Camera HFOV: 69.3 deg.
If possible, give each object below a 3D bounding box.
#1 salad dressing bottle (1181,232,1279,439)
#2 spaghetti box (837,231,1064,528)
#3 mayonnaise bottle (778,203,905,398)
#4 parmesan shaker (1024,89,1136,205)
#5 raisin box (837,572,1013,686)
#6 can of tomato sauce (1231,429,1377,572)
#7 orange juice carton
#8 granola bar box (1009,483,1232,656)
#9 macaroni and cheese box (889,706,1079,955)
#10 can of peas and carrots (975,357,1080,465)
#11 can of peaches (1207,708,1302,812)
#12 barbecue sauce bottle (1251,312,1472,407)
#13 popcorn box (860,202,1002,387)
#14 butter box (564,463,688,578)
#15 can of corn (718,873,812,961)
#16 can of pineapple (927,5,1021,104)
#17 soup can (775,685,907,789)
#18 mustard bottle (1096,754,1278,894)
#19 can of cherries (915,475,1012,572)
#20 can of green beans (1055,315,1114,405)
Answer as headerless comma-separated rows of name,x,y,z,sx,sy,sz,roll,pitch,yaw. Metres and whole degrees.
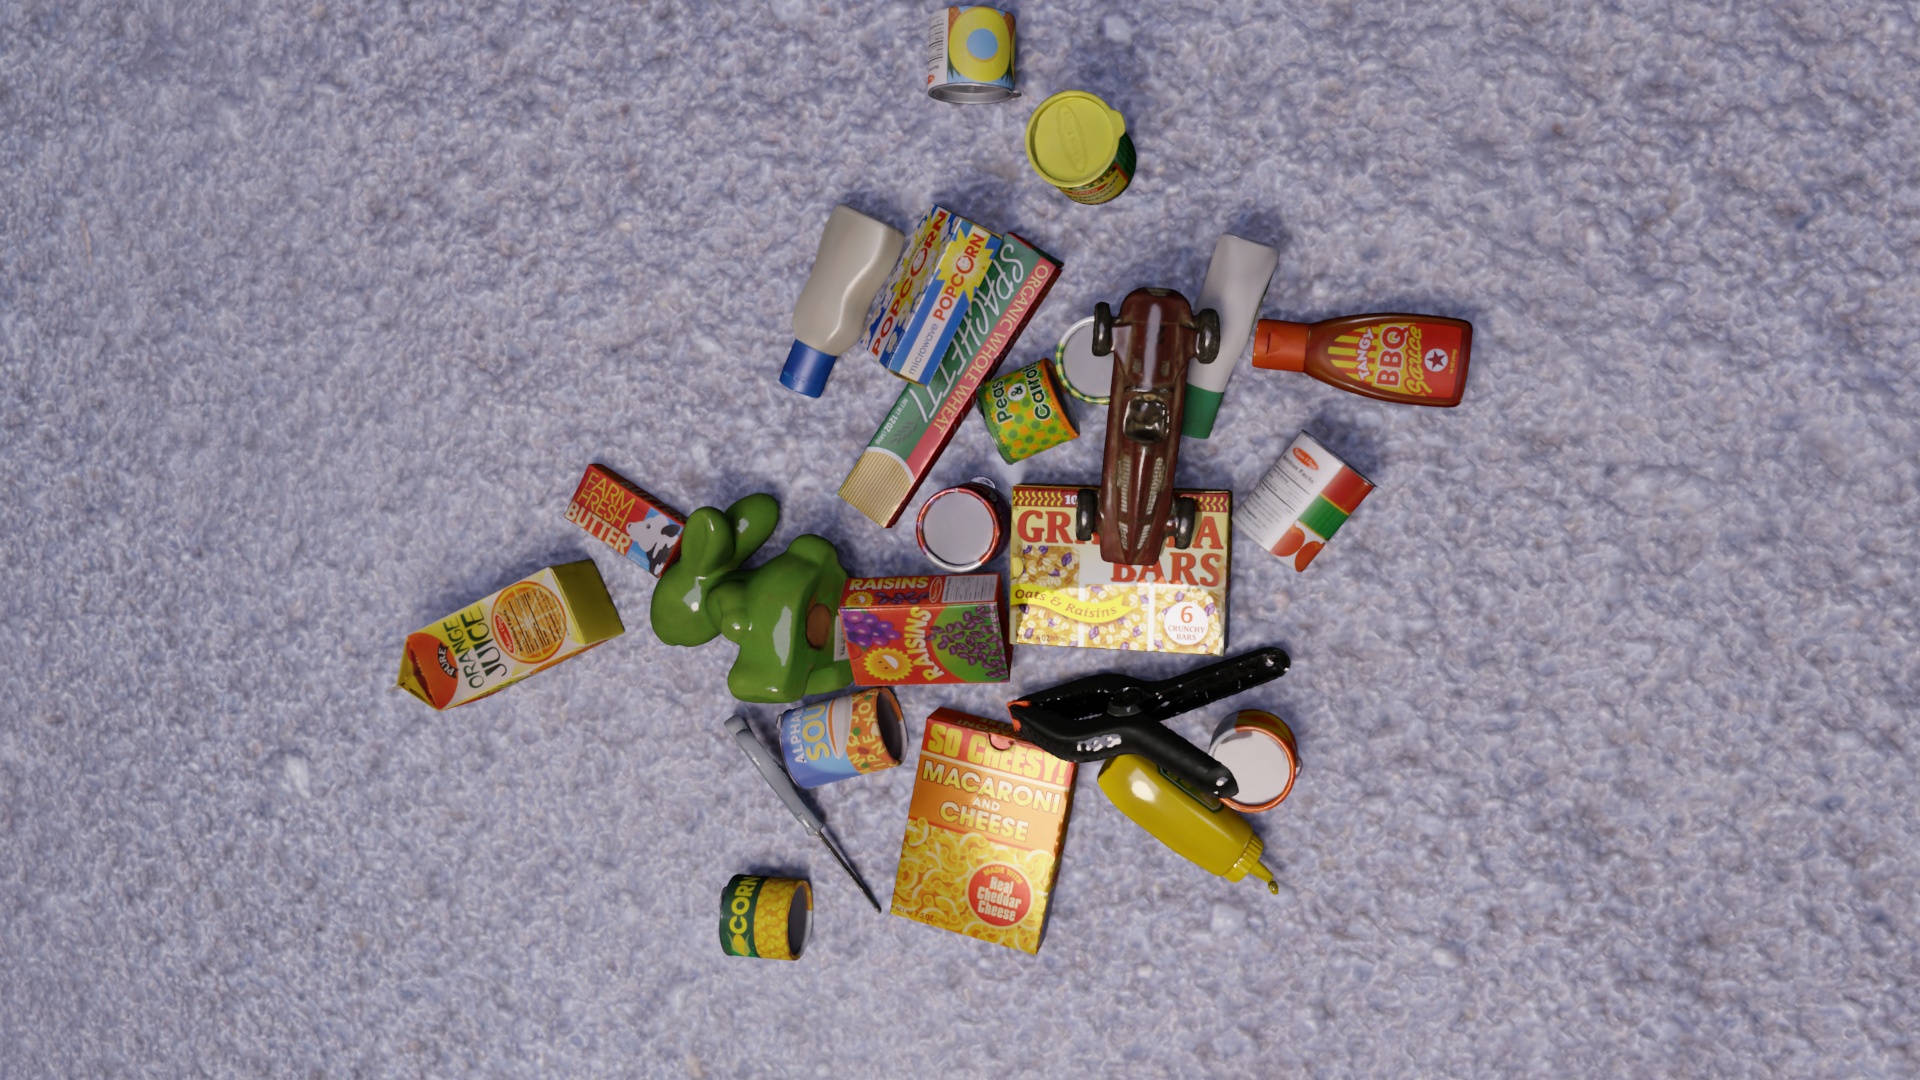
salad dressing bottle,0.189,-0.149,1.019,0.044,0.064,0.147,15,107,-7
spaghetti box,-0.009,-0.124,1.085,0.050,0.029,0.249,36,102,8
mayonnaise bottle,-0.099,-0.186,1.094,0.065,0.041,0.147,32,104,31
parmesan shaker,0.092,-0.283,1.008,0.071,0.103,0.071,1,96,15
raisin box,-0.026,0.070,1.075,0.123,0.040,0.085,-2,130,9
can of tomato sauce,0.249,-0.027,1.009,0.071,0.071,0.083,39,103,8
orange juice carton,-0.392,0.087,1.177,0.192,0.072,0.073,-24,88,15
granola bar box,0.121,0.021,1.058,0.165,0.039,0.124,2,95,14
macaroni and cheese box,0.021,0.229,1.100,0.124,0.040,0.166,12,98,12
can of peas and carrots,0.051,-0.099,1.050,0.058,0.071,0.071,-22,89,15
can of peaches,0.219,0.164,1.035,0.071,0.058,0.071,1,95,15
barbecue sauce bottle,0.287,-0.135,1.001,0.148,0.044,0.064,8,98,14
popcorn box,-0.024,-0.187,1.053,0.038,0.085,0.126,23,102,-24
butter box,-0.278,-0.017,1.164,0.103,0.024,0.053,32,102,10
can of corn,-0.159,0.307,1.137,0.058,0.071,0.071,1,95,13
can of pineapple,0.010,-0.363,1.042,0.071,0.071,0.057,2,95,14
soup can,-0.094,0.156,1.108,0.083,0.071,0.071,-17,91,15
mustard bottle,0.178,0.212,1.049,0.160,0.065,0.048,37,108,3
can of cherries,0.004,-0.013,1.075,0.071,0.058,0.071,1,96,14
can of green beans,0.108,-0.134,1.039,0.071,0.058,0.071,1,95,14
